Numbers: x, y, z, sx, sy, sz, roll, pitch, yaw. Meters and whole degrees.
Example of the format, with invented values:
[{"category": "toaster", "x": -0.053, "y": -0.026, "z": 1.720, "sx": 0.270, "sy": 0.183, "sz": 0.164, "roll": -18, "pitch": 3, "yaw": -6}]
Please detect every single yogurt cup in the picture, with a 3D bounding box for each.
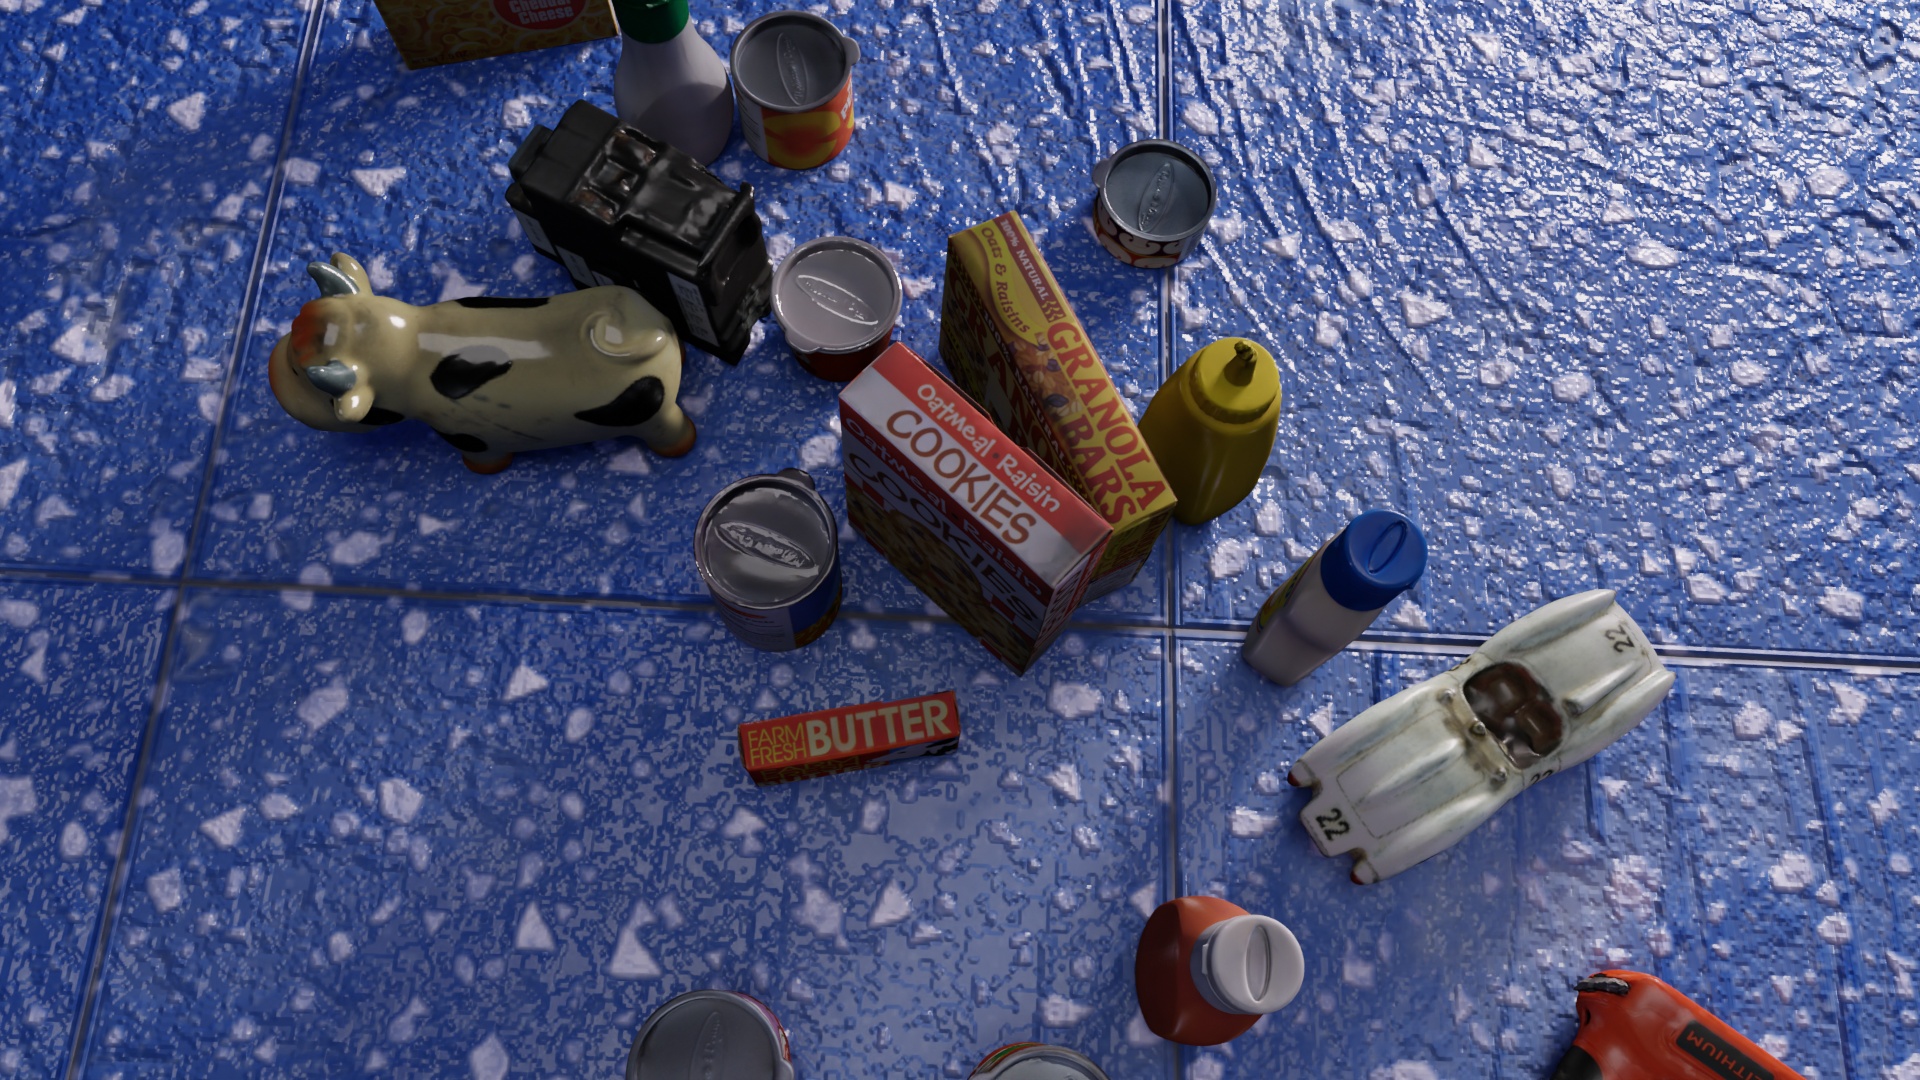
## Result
[{"category": "yogurt cup", "x": -0.065, "y": -0.120, "z": 0.738, "sx": 0.072, "sy": 0.053, "sz": 0.072, "roll": 1, "pitch": 71, "yaw": -3}]

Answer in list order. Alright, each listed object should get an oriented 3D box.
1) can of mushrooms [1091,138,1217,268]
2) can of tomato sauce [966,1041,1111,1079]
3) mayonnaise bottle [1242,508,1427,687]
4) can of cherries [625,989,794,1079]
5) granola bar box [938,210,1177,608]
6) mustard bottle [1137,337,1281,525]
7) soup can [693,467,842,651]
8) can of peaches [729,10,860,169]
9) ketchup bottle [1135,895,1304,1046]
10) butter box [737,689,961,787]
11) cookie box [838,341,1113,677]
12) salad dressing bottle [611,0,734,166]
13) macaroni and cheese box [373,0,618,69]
[{"category": "can of mushrooms", "x": 0.106, "y": -0.190, "z": 0.782, "sx": 0.071, "sy": 0.033, "sz": 0.071, "roll": 1, "pitch": 71, "yaw": -3}, {"category": "can of tomato sauce", "x": 0.031, "y": 0.252, "z": 0.601, "sx": 0.071, "sy": 0.083, "sz": 0.071, "roll": 1, "pitch": 71, "yaw": -3}, {"category": "mayonnaise bottle", "x": 0.175, "y": 0.025, "z": 0.652, "sx": 0.041, "sy": 0.147, "sz": 0.065, "roll": 35, "pitch": 73, "yaw": 8}, {"category": "can of cherries", "x": -0.107, "y": 0.234, "z": 0.613, "sx": 0.071, "sy": 0.058, "sz": 0.071, "roll": 1, "pitch": 71, "yaw": -3}, {"category": "granola bar box", "x": 0.043, "y": -0.061, "z": 0.687, "sx": 0.039, "sy": 0.123, "sz": 0.166, "roll": -24, "pitch": 74, "yaw": -10}, {"category": "mustard bottle", "x": 0.124, "y": -0.058, "z": 0.671, "sx": 0.049, "sy": 0.159, "sz": 0.065, "roll": -31, "pitch": 76, "yaw": -12}, {"category": "soup can", "x": -0.090, "y": 0.011, "z": 0.676, "sx": 0.071, "sy": 0.083, "sz": 0.071, "roll": 1, "pitch": 71, "yaw": -3}, {"category": "can of peaches", "x": -0.091, "y": -0.252, "z": 0.780, "sx": 0.071, "sy": 0.058, "sz": 0.071, "roll": 1, "pitch": 71, "yaw": -3}, {"category": "ketchup bottle", "x": 0.108, "y": 0.183, "z": 0.594, "sx": 0.043, "sy": 0.148, "sz": 0.065, "roll": 6, "pitch": 71, "yaw": -1}, {"category": "butter box", "x": -0.052, "y": 0.095, "z": 0.666, "sx": 0.103, "sy": 0.053, "sz": 0.024, "roll": -9, "pitch": 72, "yaw": -6}, {"category": "cookie box", "x": 0.002, "y": -0.008, "z": 0.644, "sx": 0.123, "sy": 0.167, "sz": 0.040, "roll": 42, "pitch": 75, "yaw": 10}, {"category": "salad dressing bottle", "x": -0.155, "y": -0.252, "z": 0.729, "sx": 0.064, "sy": 0.147, "sz": 0.044, "roll": -24, "pitch": 75, "yaw": -10}, {"category": "macaroni and cheese box", "x": -0.261, "y": -0.328, "z": 0.739, "sx": 0.124, "sy": 0.166, "sz": 0.040, "roll": -13, "pitch": 73, "yaw": -7}]
